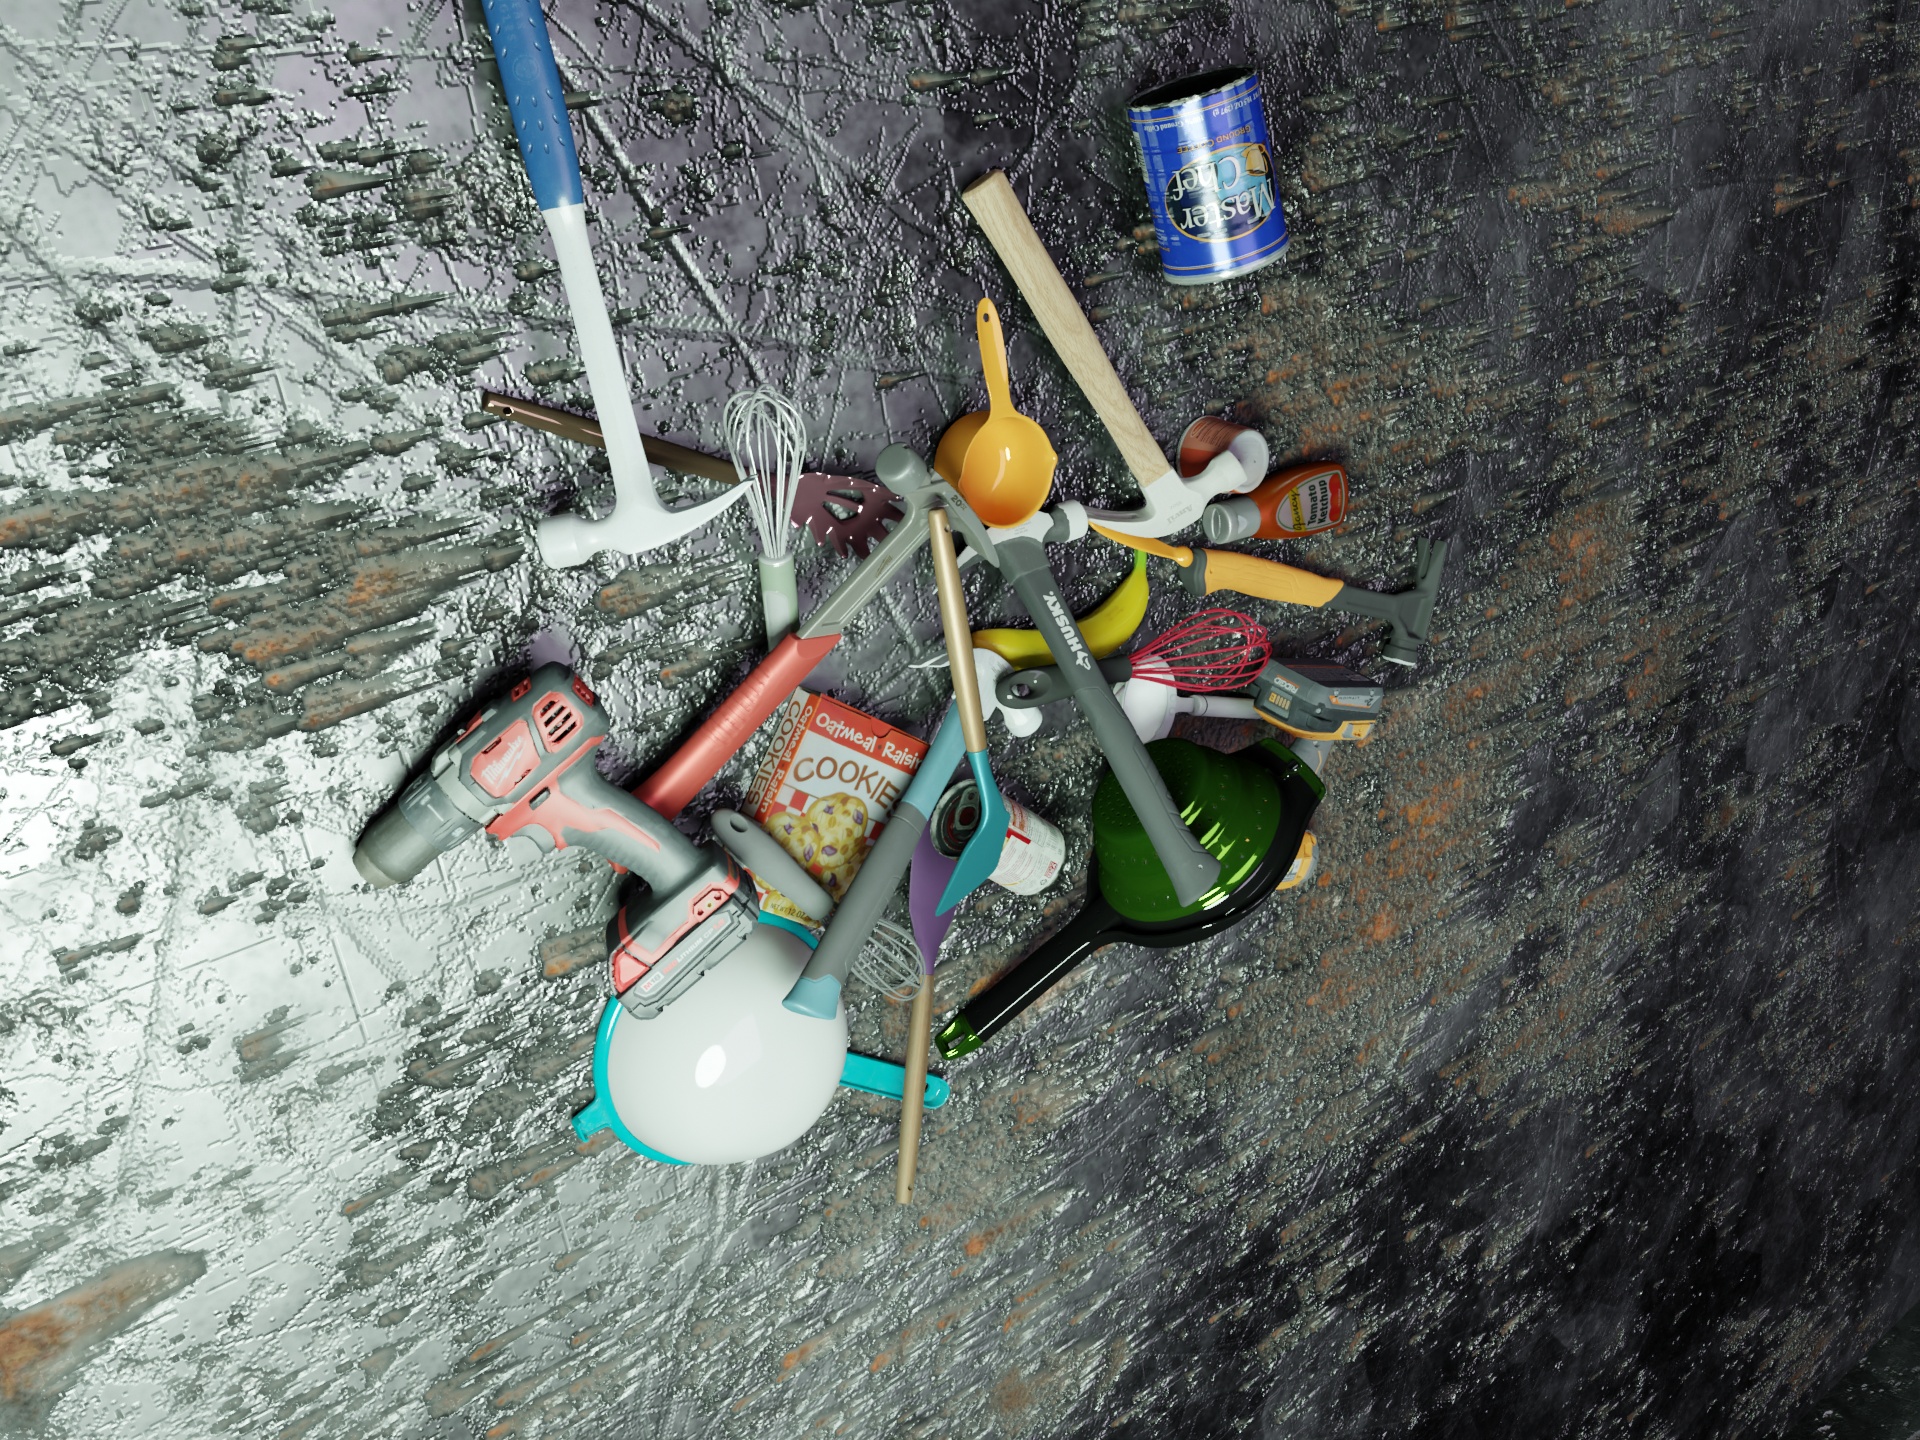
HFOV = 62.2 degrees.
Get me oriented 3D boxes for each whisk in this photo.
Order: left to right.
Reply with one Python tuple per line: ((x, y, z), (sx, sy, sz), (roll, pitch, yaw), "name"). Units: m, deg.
((-0.130, -0.122, 1.109), (0.059, 0.058, 0.246), (-67, 162, -48), "whisk")
((-0.103, 0.136, 1.191), (0.055, 0.055, 0.238), (-52, 123, -12), "whisk")
((0.150, -0.046, 1.317), (0.295, 0.073, 0.073), (-12, 111, -34), "whisk")

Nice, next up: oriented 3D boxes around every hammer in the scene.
((-0.234, -0.302, 0.969), (0.144, 0.035, 0.405), (-11, 106, 1), "hammer")
((-0.124, -0.030, 1.136), (0.359, 0.037, 0.149), (-47, 145, -1), "hammer")
((-0.041, 0.081, 1.198), (0.128, 0.033, 0.331), (51, 55, -36), "hammer")
((0.098, -0.280, 1.250), (0.130, 0.031, 0.331), (-34, 119, 5), "hammer")
((0.104, -0.010, 1.233), (0.146, 0.035, 0.335), (-22, 78, -29), "hammer")
((0.333, -0.130, 1.491), (0.336, 0.034, 0.127), (5, 102, -38), "hammer")

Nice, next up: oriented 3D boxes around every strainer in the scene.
((-0.117, 0.277, 1.242), (0.340, 0.095, 0.211), (24, 89, -38), "strainer")
((0.205, -0.013, 1.429), (0.258, 0.050, 0.087), (3, 95, -43), "strainer")

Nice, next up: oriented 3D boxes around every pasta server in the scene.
((-0.174, -0.173, 1.095), (0.316, 0.040, 0.060), (12, 115, -37), "pasta server")

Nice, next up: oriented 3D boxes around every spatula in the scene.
((-0.030, 0.233, 1.299), (0.059, 0.018, 0.316), (11, 82, -43), "spatula")
((-0.002, -0.004, 1.166), (0.082, 0.044, 0.317), (-33, 123, -44), "spatula")

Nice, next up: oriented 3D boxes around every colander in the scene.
((0.115, 0.135, 1.337), (0.397, 0.205, 0.094), (-40, 121, 2), "colander")

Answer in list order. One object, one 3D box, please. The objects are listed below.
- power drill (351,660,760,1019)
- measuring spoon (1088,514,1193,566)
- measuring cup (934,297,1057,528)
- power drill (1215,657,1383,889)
((-0.265, 0.095, 1.055), (0.188, 0.080, 0.226), (-41, 111, 0), "power drill")
((0.155, -0.155, 1.352), (0.116, 0.011, 0.021), (16, 55, -32), "measuring spoon")
((0.017, -0.234, 1.211), (0.095, 0.052, 0.173), (-21, 114, -30), "measuring cup")
((0.285, 0.059, 1.466), (0.185, 0.084, 0.226), (-1, 116, -44), "power drill")
